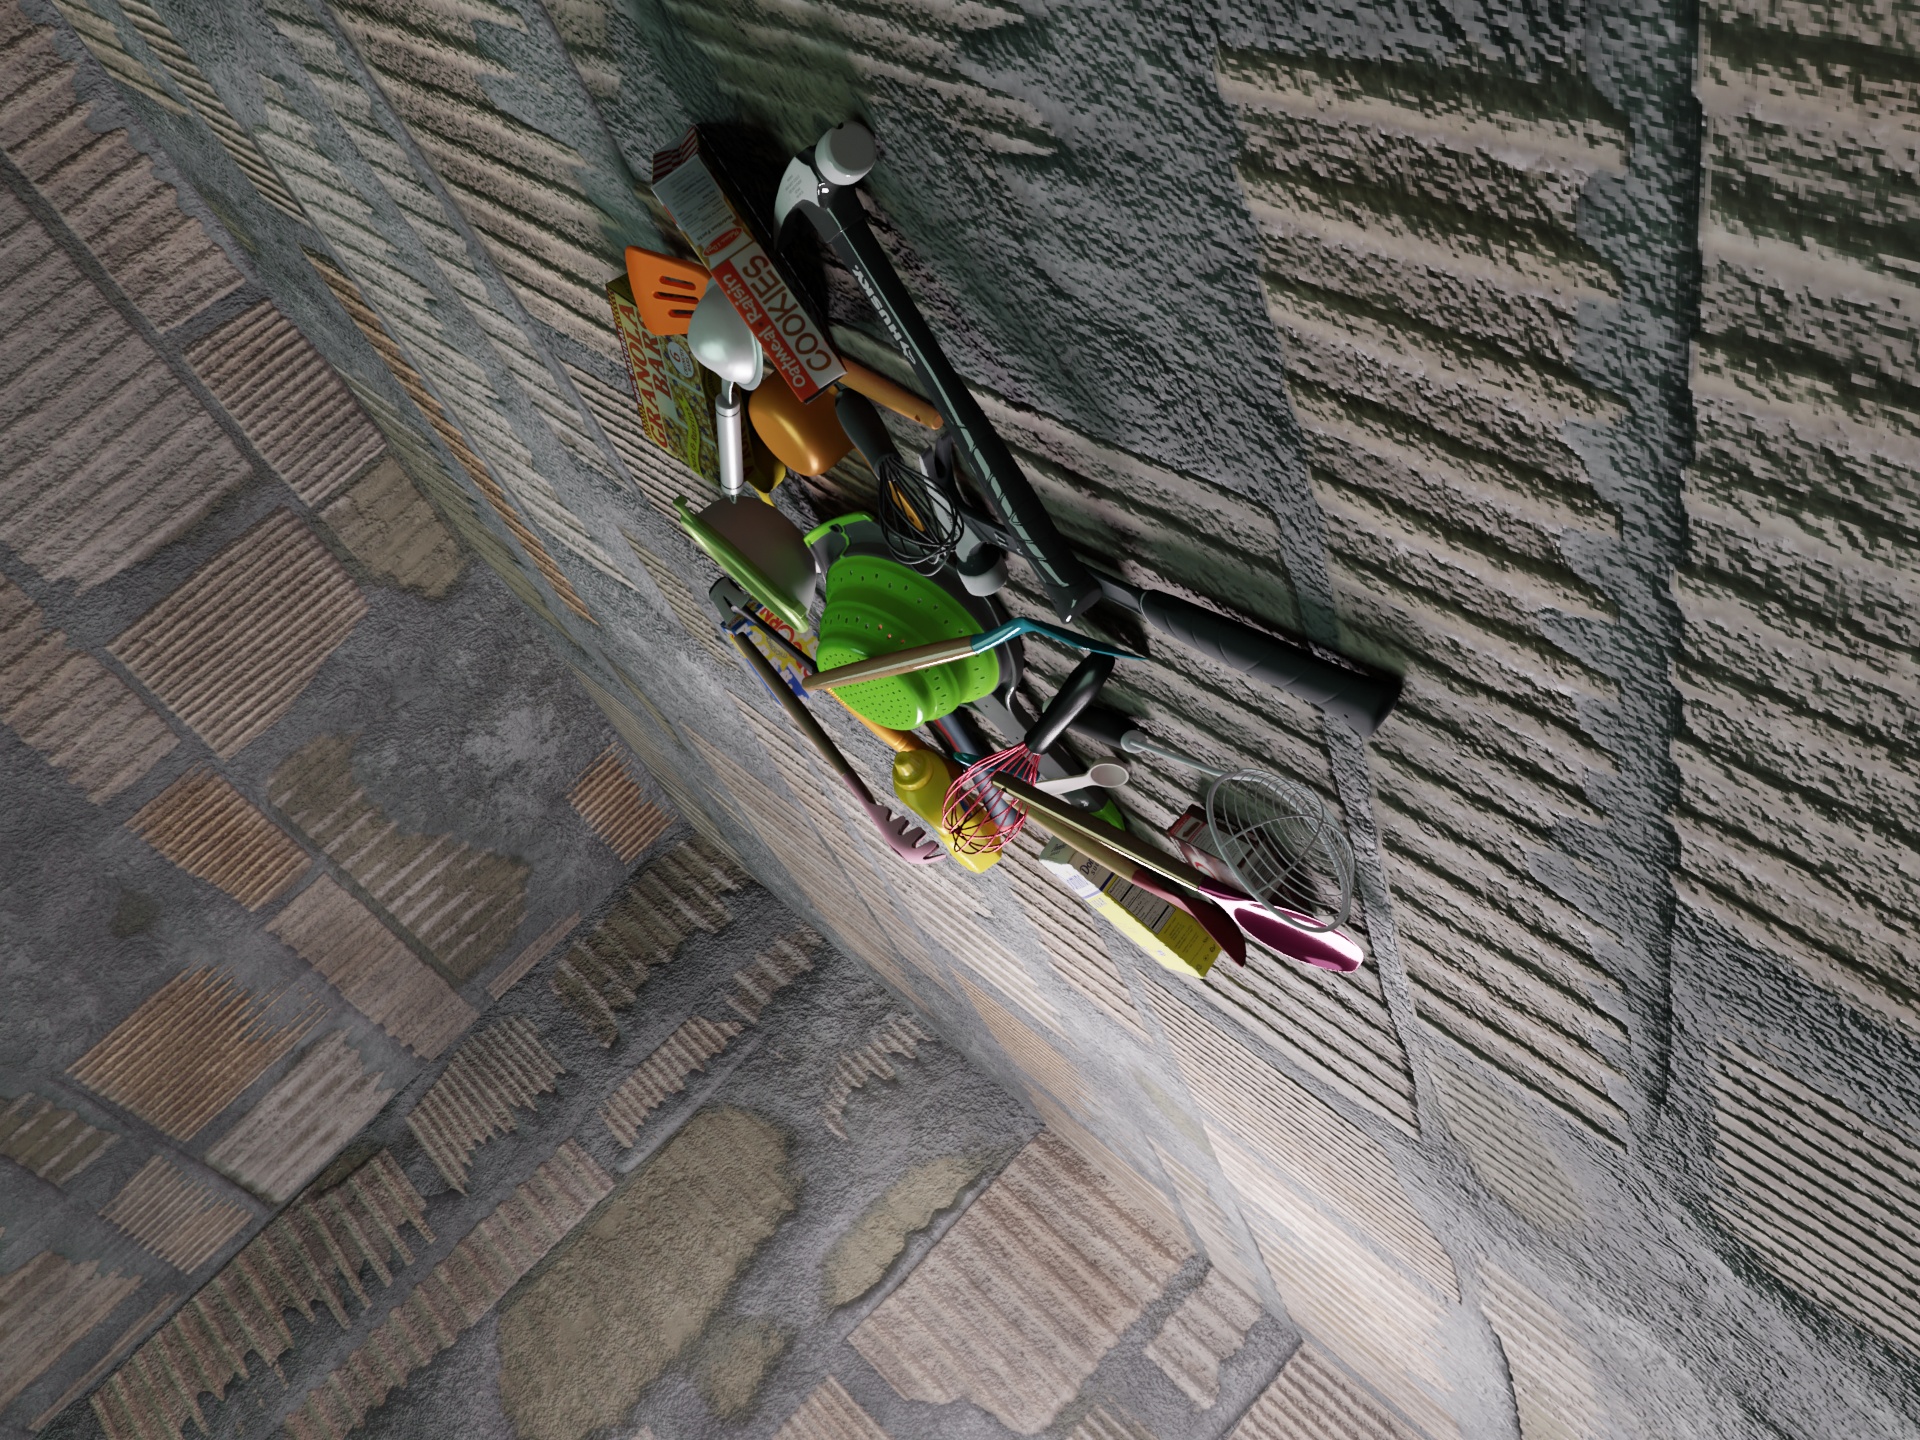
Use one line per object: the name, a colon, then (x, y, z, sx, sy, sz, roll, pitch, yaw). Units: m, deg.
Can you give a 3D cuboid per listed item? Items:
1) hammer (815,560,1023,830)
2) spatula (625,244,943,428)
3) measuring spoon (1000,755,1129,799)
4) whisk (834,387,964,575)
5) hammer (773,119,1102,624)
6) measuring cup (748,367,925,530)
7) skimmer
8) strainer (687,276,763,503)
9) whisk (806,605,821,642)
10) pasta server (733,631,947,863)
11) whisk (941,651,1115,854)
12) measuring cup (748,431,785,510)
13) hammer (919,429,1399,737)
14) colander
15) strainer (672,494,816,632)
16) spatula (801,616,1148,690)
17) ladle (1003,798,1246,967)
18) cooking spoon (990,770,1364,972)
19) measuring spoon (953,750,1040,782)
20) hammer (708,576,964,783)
hammer: (-0.020, -0.023, 1.547, 0.143, 0.038, 0.385, 24, 154, 50)
spatula: (-0.135, -0.279, 1.190, 0.323, 0.041, 0.080, 34, 149, 32)
measuring spoon: (0.089, 0.050, 1.377, 0.124, 0.018, 0.034, -13, 138, 30)
whisk: (-0.050, -0.175, 1.115, 0.055, 0.055, 0.239, 60, -179, -41)
hammer: (-0.009, -0.204, 1.003, 0.334, 0.035, 0.146, 57, 162, -13)
measuring cup: (-0.100, -0.204, 1.264, 0.173, 0.052, 0.095, 50, 164, -8)
skimmer: (0.156, 0.057, 1.197, 0.127, 0.090, 0.363, 18, -176, -32)
strainer: (-0.182, -0.249, 1.232, 0.087, 0.050, 0.258, 54, 159, 23)
whisk: (-0.149, -0.099, 1.677, 0.246, 0.059, 0.057, 42, 124, -3)
pasta server: (-0.127, 0.028, 1.633, 0.316, 0.040, 0.060, 51, 177, 7)
whisk: (0.054, 0.029, 1.299, 0.073, 0.073, 0.295, 44, 140, 7)
measuring cup: (-0.166, -0.207, 1.483, 0.062, 0.029, 0.156, 31, 162, 41)
hammer: (0.116, -0.084, 1.051, 0.409, 0.036, 0.149, 30, 157, 42)
colander: (-0.002, -0.004, 1.384, 0.396, 0.094, 0.204, 46, 151, -21)
strainer: (-0.174, -0.147, 1.476, 0.151, 0.069, 0.256, 42, 176, 4)
spatula: (-0.008, -0.044, 1.224, 0.317, 0.044, 0.082, -11, 169, 39)
ladle: (0.138, 0.127, 1.398, 0.316, 0.031, 0.069, 31, 170, 45)
cooking spoon: (0.165, 0.114, 1.243, 0.319, 0.017, 0.068, 26, 148, 13)
measuring spoon: (0.036, 0.034, 1.482, 0.042, 0.021, 0.128, 42, -163, 32)
hammer: (-0.124, -0.031, 1.676, 0.336, 0.034, 0.127, 39, -179, -21)
